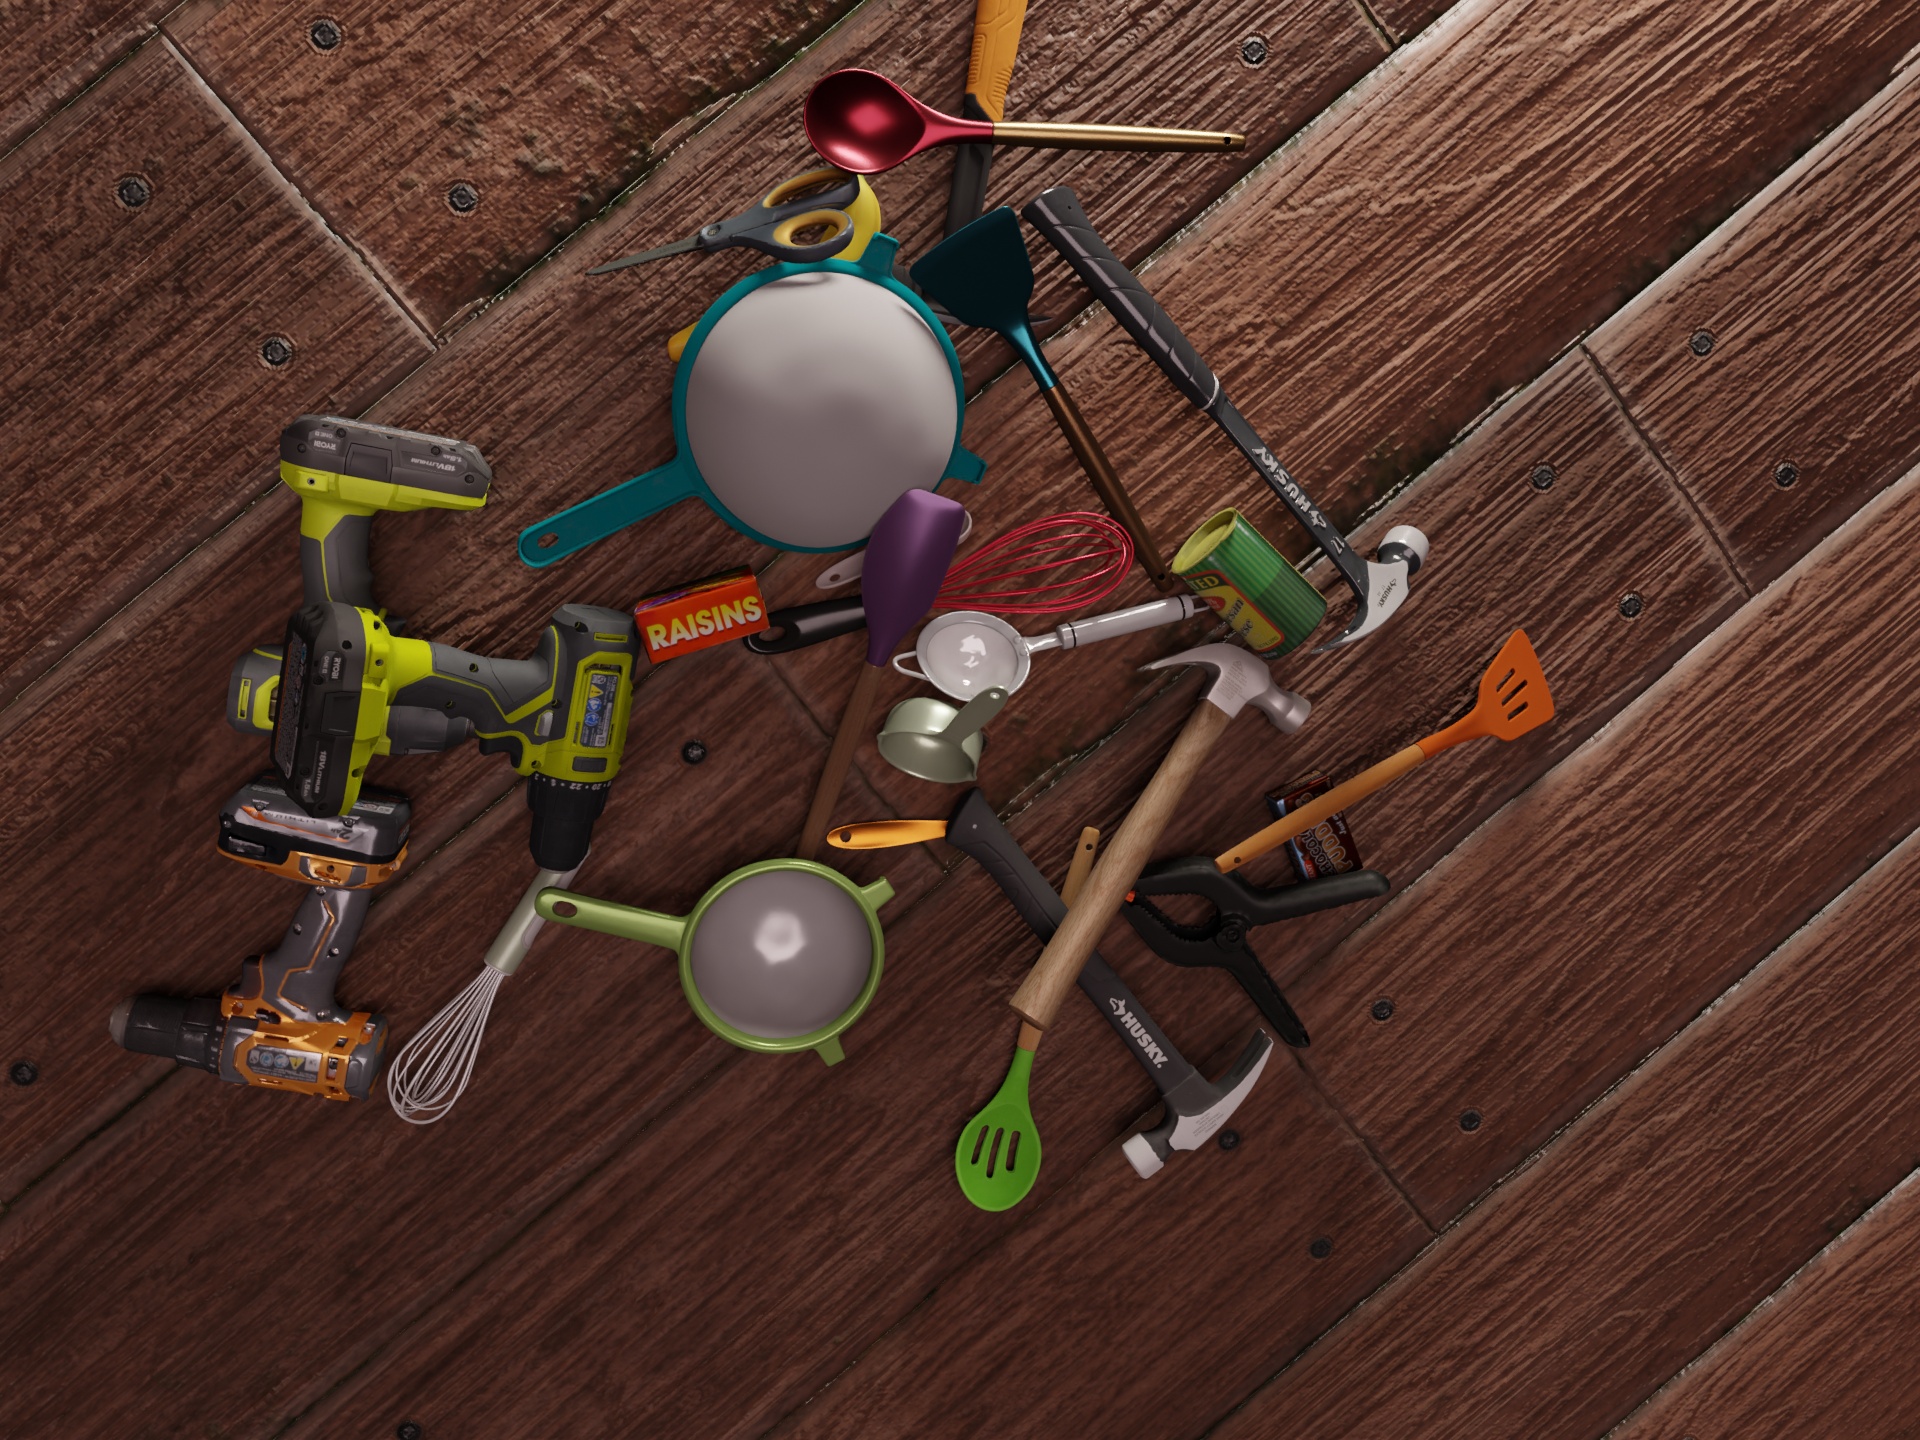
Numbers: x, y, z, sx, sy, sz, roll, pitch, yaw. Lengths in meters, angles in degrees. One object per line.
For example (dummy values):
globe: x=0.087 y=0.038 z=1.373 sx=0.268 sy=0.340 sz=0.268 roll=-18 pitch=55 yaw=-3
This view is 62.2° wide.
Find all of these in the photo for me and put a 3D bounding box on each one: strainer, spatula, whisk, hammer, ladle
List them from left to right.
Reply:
whisk: x=-0.345 y=0.188 z=1.173 sx=0.059 sy=0.057 sz=0.246 roll=32 pitch=89 yaw=17
strainer: x=-0.185 y=0.154 z=1.180 sx=0.256 sy=0.069 sz=0.151 roll=15 pitch=100 yaw=-11
strainer: x=-0.146 y=-0.178 z=1.093 sx=0.340 sy=0.095 sz=0.210 roll=-26 pitch=117 yaw=-5
spatula: x=-0.072 y=-0.020 z=1.154 sx=0.059 sy=0.018 sz=0.315 roll=17 pitch=112 yaw=-10
whisk: x=-0.017 y=-0.093 z=1.167 sx=0.296 sy=0.073 sz=0.073 roll=-13 pitch=102 yaw=2
hammer: x=0.028 y=-0.451 z=1.130 sx=0.127 sy=0.034 sz=0.337 roll=8 pitch=98 yaw=-10
ladle: x=0.047 y=-0.410 z=1.109 sx=0.315 sy=0.031 sz=0.069 roll=-1 pitch=101 yaw=-9
strainer: x=0.072 y=-0.059 z=1.202 sx=0.258 sy=0.050 sz=0.087 roll=-15 pitch=58 yaw=-12
spatula: x=0.077 y=-0.217 z=1.153 sx=0.082 sy=0.044 sz=0.317 roll=-30 pitch=113 yaw=10
hammer: x=0.103 y=0.187 z=1.227 sx=0.146 sy=0.035 sz=0.334 roll=-38 pitch=100 yaw=0
hammer: x=0.134 y=0.083 z=1.201 sx=0.130 sy=0.031 sz=0.331 roll=36 pitch=77 yaw=-10
hammer: x=0.188 y=-0.221 z=1.155 sx=0.408 sy=0.036 sz=0.149 roll=46 pitch=55 yaw=-14
spatula: x=0.335 y=0.036 z=1.247 sx=0.322 sy=0.041 sz=0.081 roll=-28 pitch=103 yaw=-8

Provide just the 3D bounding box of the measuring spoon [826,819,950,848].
measuring spoon: x=-0.045 y=0.085 z=1.224 sx=0.117 sy=0.011 sz=0.021 roll=-5 pitch=101 yaw=-5

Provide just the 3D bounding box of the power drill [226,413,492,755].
power drill: x=-0.401 y=-0.089 z=1.102 sx=0.171 sy=0.080 sz=0.223 roll=9 pitch=101 yaw=-16

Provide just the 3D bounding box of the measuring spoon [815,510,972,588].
measuring spoon: x=-0.048 y=-0.122 z=1.171 sx=0.124 sy=0.034 sz=0.018 roll=-24 pitch=145 yaw=-1

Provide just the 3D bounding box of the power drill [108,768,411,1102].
power drill: x=-0.492 y=0.153 z=1.127 sx=0.185 sy=0.084 sz=0.226 roll=11 pitch=102 yaw=-10

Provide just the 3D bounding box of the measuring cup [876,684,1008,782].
measuring cup: x=-0.002 y=-0.004 z=1.144 sx=0.083 sy=0.167 sz=0.038 roll=24 pitch=60 yaw=-15

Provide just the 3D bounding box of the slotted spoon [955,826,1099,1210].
slotted spoon: x=0.061 y=0.235 z=1.257 sx=0.070 sy=0.031 sz=0.314 roll=15 pitch=95 yaw=-11

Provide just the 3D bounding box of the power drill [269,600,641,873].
power drill: x=-0.336 y=0.011 z=1.078 sx=0.228 sy=0.080 sz=0.190 roll=4 pitch=105 yaw=-36
